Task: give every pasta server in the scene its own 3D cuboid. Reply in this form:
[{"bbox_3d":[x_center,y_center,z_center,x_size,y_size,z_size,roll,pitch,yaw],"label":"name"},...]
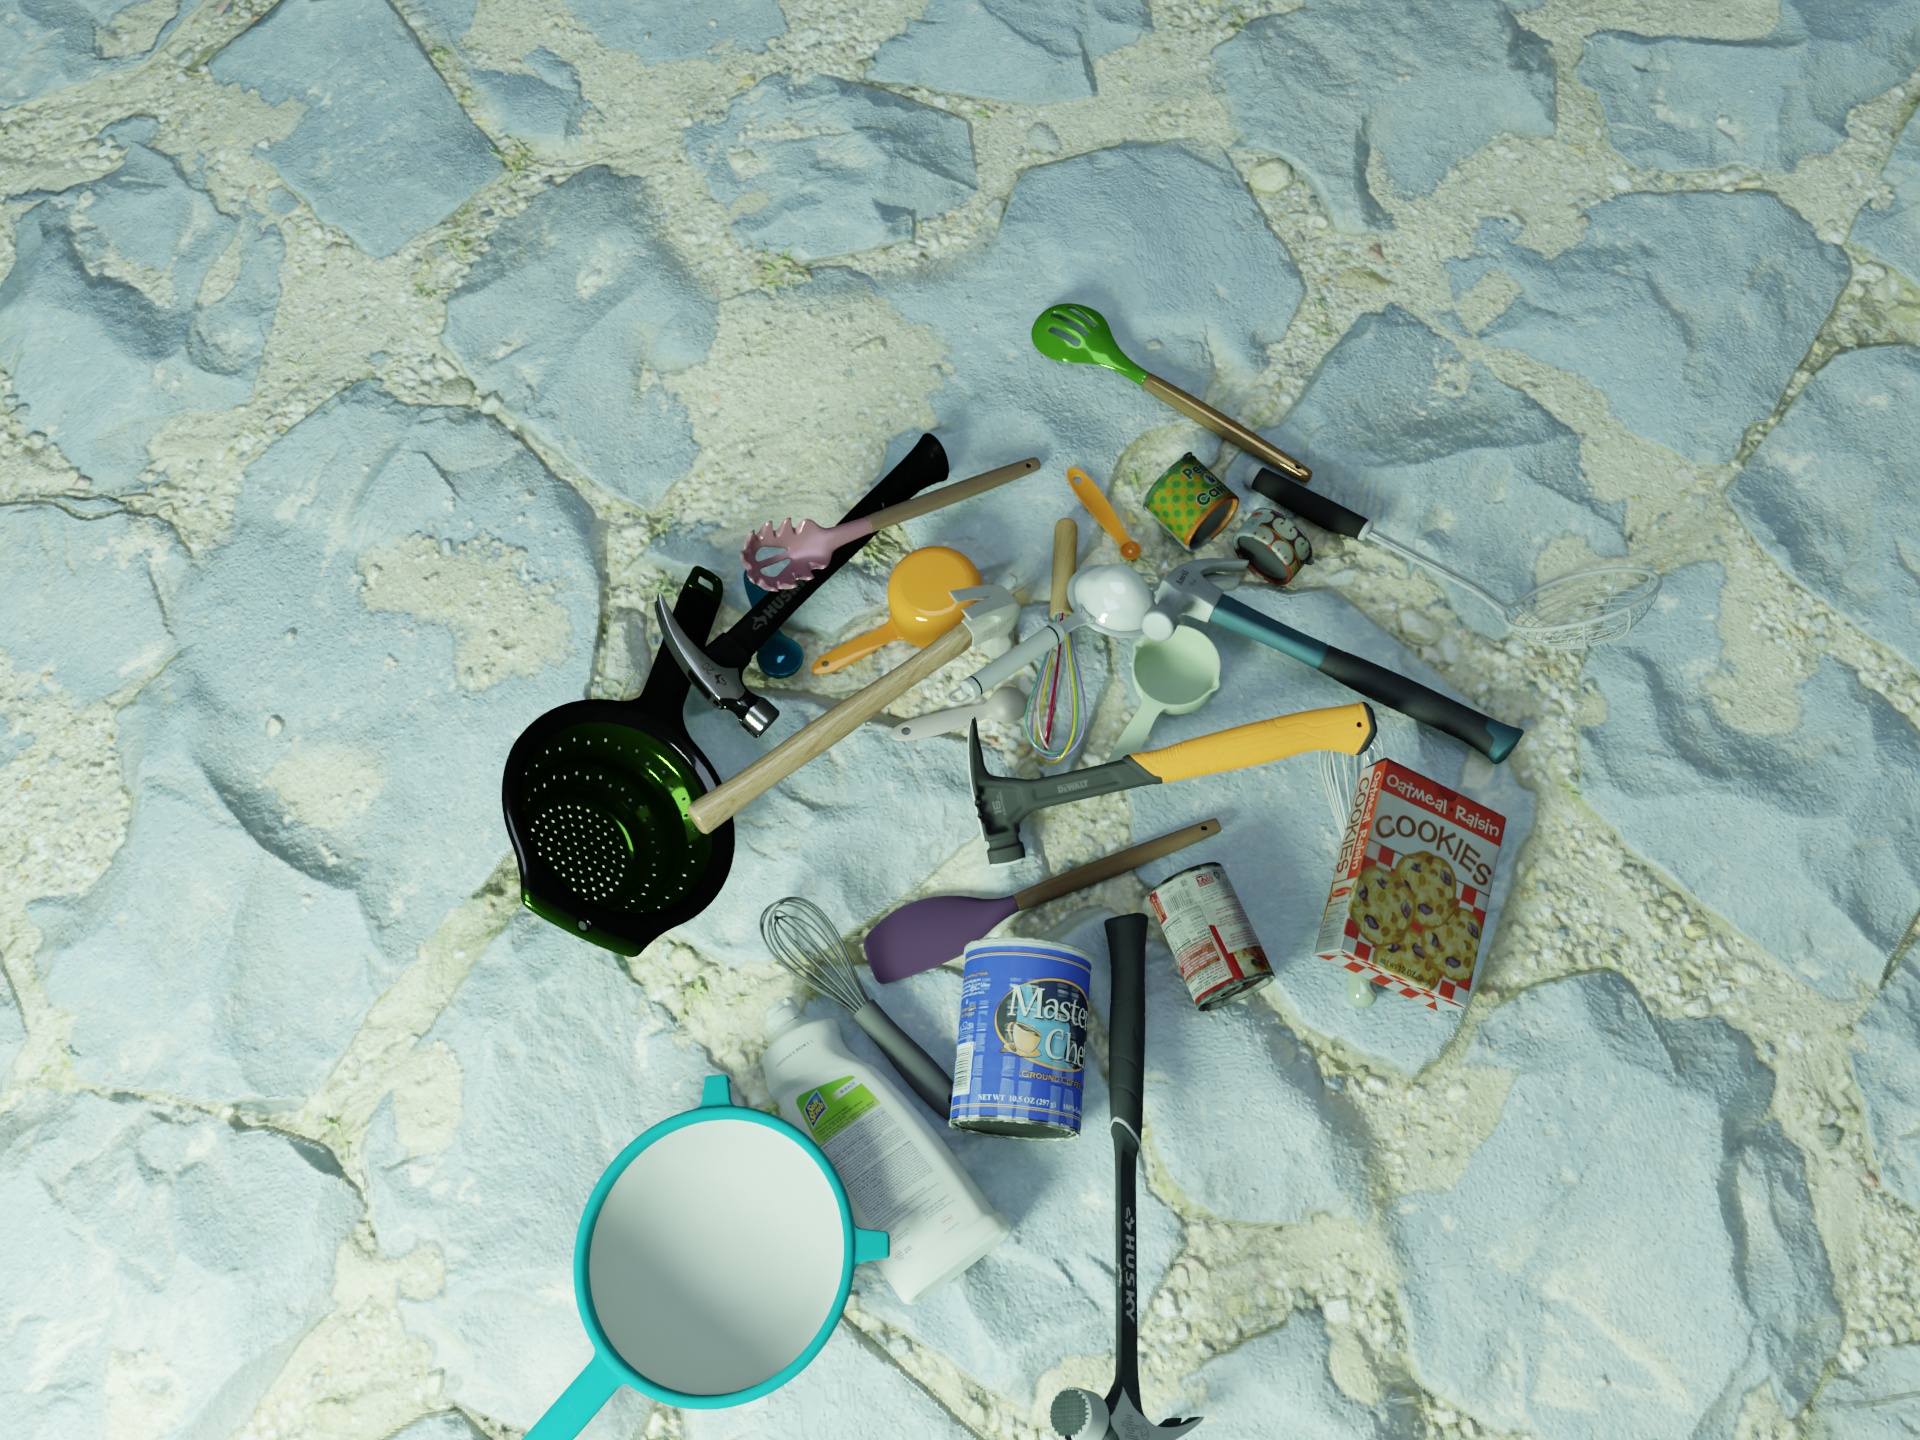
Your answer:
[{"bbox_3d":[-0.057,-0.185,1.421,0.316,0.040,0.060,-23,95,-24],"label":"pasta server"}]

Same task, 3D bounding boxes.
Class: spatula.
[{"bbox_3d":[0.070,0.141,1.330,0.316,0.018,0.060,-20,67,-4],"label":"spatula"}]

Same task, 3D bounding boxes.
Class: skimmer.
[{"bbox_3d":[0.422,-0.164,1.396,0.363,0.090,0.127,30,40,18],"label":"skimmer"}]

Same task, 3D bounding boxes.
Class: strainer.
[{"bbox_3d":[0.088,-0.078,1.365,0.258,0.050,0.087,-34,67,-27],"label":"strainer"},{"bbox_3d":[-0.217,0.449,1.182,0.211,0.095,0.340,38,78,21],"label":"strainer"}]

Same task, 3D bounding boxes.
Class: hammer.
[{"bbox_3d":[0.174,0.027,1.318,0.337,0.034,0.127,-12,92,6],"label":"hammer"},{"bbox_3d":[-0.085,-0.011,1.333,0.331,0.130,0.031,-35,72,-14],"label":"hammer"},{"bbox_3d":[0.129,0.335,1.207,0.036,0.149,0.409,-20,52,35],"label":"hammer"},{"bbox_3d":[-0.126,-0.147,1.426,0.146,0.035,0.335,43,66,-2],"label":"hammer"},{"bbox_3d":[0.323,-0.047,1.365,0.331,0.033,0.128,26,43,7],"label":"hammer"}]

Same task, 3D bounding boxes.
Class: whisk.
[{"bbox_3d":[-0.076,0.234,1.289,0.055,0.055,0.239,-41,76,-13],"label":"whisk"},{"bbox_3d":[0.327,0.114,1.314,0.059,0.057,0.246,-12,65,36],"label":"whisk"},{"bbox_3d":[0.085,-0.073,1.409,0.051,0.047,0.245,8,63,-6],"label":"whisk"}]

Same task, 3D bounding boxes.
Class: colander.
[{"bbox_3d":[-0.283,0.030,1.362,0.204,0.094,0.397,31,47,-22],"label":"colander"}]

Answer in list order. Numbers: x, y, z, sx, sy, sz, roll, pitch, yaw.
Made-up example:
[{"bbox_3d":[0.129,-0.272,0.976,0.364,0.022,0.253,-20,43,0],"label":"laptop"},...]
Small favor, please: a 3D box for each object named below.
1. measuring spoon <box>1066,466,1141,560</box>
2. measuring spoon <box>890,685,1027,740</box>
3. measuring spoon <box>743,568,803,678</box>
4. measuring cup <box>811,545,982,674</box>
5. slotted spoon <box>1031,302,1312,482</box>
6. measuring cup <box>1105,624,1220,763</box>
[{"bbox_3d":[0.131,-0.191,1.471,0.021,0.011,0.117,-29,65,-7],"label":"measuring spoon"},{"bbox_3d":[-0.002,-0.004,1.395,0.124,0.018,0.034,-15,67,-2],"label":"measuring spoon"},{"bbox_3d":[-0.175,-0.087,1.446,0.042,0.021,0.129,-14,58,-12],"label":"measuring spoon"},{"bbox_3d":[-0.059,-0.093,1.417,0.173,0.052,0.095,-29,69,-10],"label":"measuring cup"},{"bbox_3d":[0.199,-0.311,1.507,0.314,0.031,0.070,35,73,15],"label":"slotted spoon"},{"bbox_3d":[0.164,-0.004,1.377,0.083,0.038,0.167,28,77,14],"label":"measuring cup"}]
